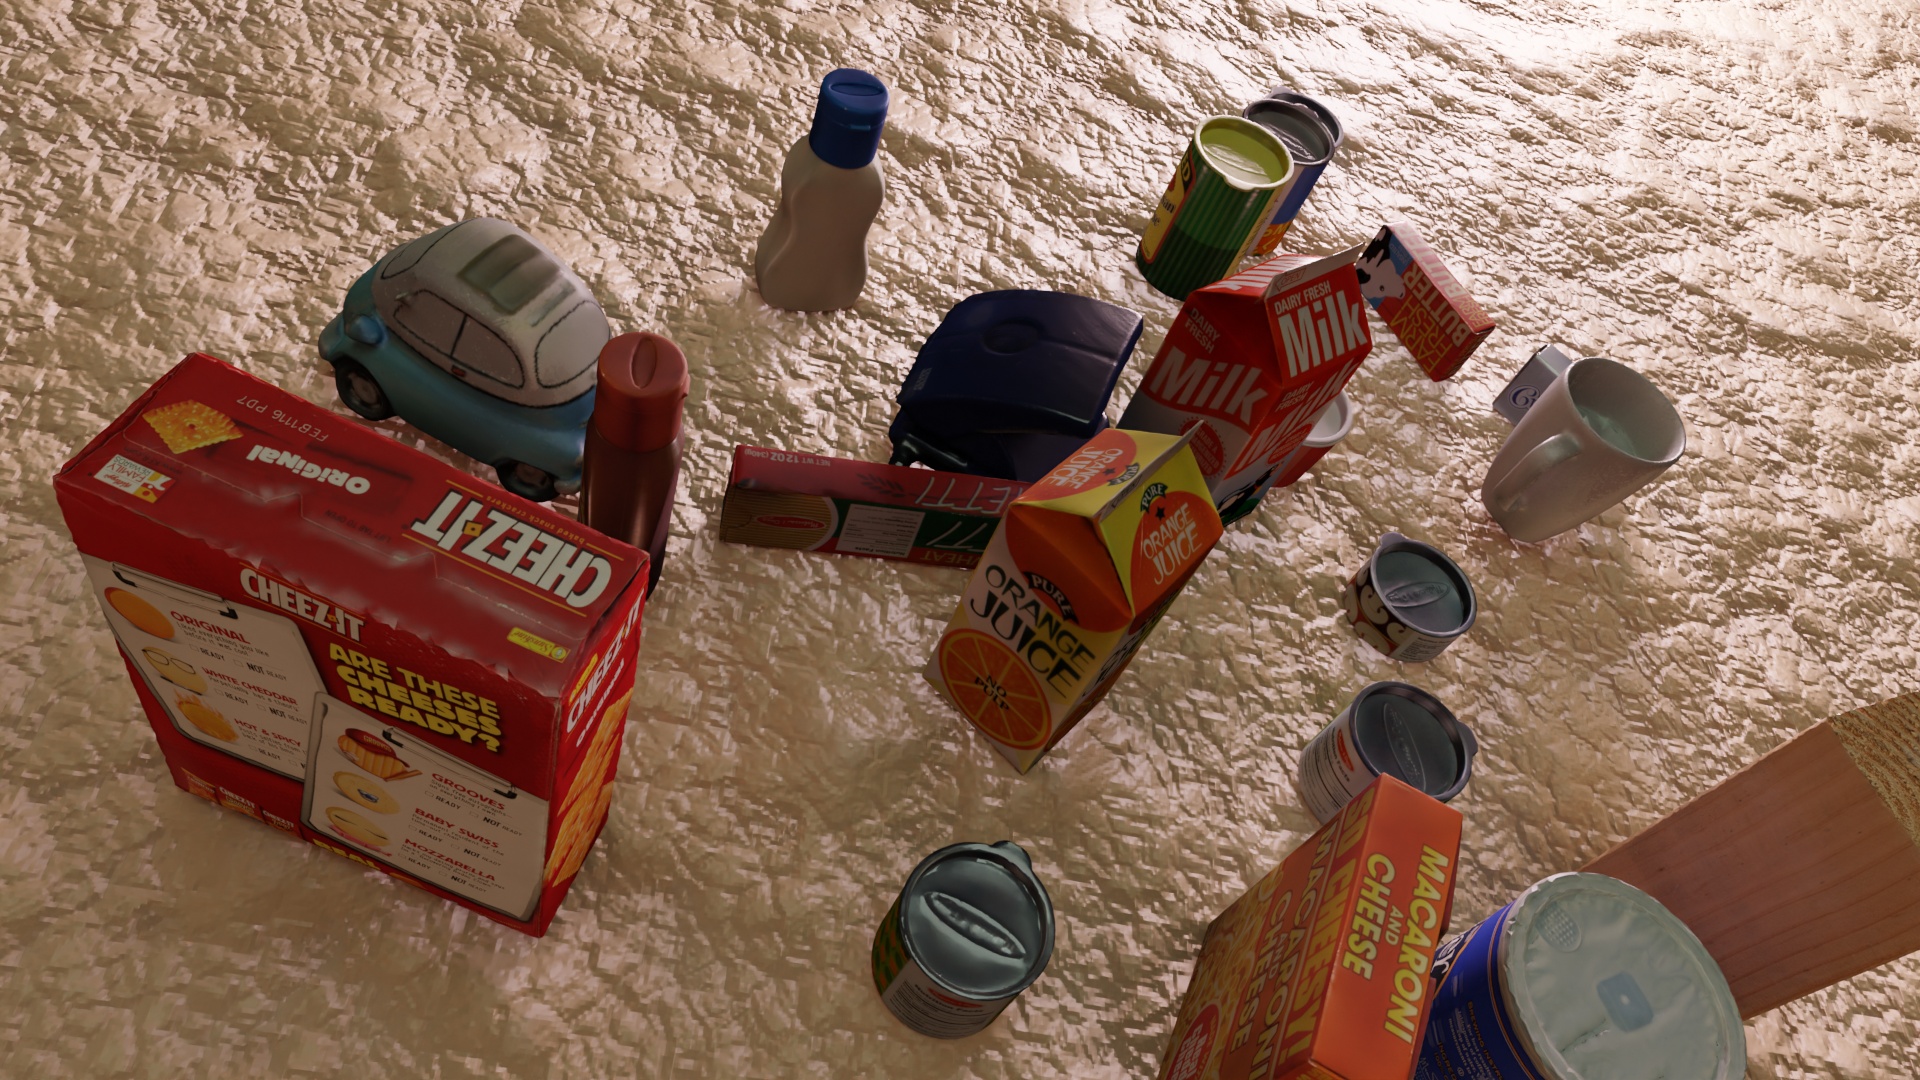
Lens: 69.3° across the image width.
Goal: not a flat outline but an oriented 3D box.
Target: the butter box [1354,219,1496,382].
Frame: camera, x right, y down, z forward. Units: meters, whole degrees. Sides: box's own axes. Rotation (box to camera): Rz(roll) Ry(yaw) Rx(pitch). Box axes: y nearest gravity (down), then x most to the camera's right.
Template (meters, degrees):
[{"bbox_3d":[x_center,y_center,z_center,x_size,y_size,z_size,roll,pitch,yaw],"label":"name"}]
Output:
[{"bbox_3d":[0.311,-0.162,0.939,0.024,0.052,0.104,-16,62,-28],"label":"butter box"}]

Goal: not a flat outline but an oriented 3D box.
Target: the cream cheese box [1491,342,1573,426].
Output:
[{"bbox_3d":[0.405,-0.075,0.908,0.024,0.053,0.104,-33,71,-34],"label":"cream cheese box"}]

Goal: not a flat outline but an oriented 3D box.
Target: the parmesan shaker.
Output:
[{"bbox_3d":[0.159,-0.208,0.889,0.071,0.102,0.071,9,53,-13],"label":"parmesan shaker"}]

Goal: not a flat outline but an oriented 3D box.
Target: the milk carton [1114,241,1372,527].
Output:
[{"bbox_3d":[0.148,-0.081,0.736,0.072,0.189,0.073,-25,67,-32],"label":"milk carton"}]

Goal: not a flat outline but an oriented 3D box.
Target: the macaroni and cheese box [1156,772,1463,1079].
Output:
[{"bbox_3d":[0.132,0.183,0.553,0.040,0.165,0.124,28,51,2],"label":"macaroni and cheese box"}]

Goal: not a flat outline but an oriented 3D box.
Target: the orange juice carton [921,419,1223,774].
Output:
[{"bbox_3d":[0.053,0.021,0.628,0.073,0.191,0.072,43,53,13],"label":"orange juice carton"}]

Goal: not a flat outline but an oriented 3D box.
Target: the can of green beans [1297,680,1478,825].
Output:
[{"bbox_3d":[0.213,0.113,0.701,0.071,0.057,0.071,9,53,-13],"label":"can of green beans"}]

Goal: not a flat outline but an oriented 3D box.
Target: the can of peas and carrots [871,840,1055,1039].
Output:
[{"bbox_3d":[0.001,0.168,0.588,0.071,0.058,0.071,9,53,-13],"label":"can of peas and carrots"}]

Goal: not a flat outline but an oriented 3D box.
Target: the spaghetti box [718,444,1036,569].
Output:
[{"bbox_3d":[0.003,-0.009,0.723,0.250,0.050,0.029,7,54,-15],"label":"spaghetti box"}]

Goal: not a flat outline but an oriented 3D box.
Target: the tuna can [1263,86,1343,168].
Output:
[{"bbox_3d":[0.246,-0.302,1.032,0.071,0.032,0.071,9,53,-13],"label":"tuna can"}]

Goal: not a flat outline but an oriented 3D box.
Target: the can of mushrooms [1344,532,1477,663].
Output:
[{"bbox_3d":[0.254,0.033,0.790,0.071,0.033,0.071,9,53,-13],"label":"can of mushrooms"}]

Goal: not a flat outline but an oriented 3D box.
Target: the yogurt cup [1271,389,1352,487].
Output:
[{"bbox_3d":[0.191,-0.068,0.829,0.072,0.053,0.073,9,53,-13],"label":"yogurt cup"}]

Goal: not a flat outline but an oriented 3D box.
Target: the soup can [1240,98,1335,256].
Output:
[{"bbox_3d":[0.207,-0.247,0.946,0.071,0.083,0.072,9,53,-13],"label":"soup can"}]

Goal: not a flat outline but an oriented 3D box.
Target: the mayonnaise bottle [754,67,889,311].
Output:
[{"bbox_3d":[-0.072,-0.189,0.766,0.065,0.147,0.041,-3,57,-21],"label":"mayonnaise bottle"}]

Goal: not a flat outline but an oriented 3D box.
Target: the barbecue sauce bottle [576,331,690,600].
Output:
[{"bbox_3d":[-0.148,-0.031,0.624,0.044,0.147,0.065,9,53,-13],"label":"barbecue sauce bottle"}]
